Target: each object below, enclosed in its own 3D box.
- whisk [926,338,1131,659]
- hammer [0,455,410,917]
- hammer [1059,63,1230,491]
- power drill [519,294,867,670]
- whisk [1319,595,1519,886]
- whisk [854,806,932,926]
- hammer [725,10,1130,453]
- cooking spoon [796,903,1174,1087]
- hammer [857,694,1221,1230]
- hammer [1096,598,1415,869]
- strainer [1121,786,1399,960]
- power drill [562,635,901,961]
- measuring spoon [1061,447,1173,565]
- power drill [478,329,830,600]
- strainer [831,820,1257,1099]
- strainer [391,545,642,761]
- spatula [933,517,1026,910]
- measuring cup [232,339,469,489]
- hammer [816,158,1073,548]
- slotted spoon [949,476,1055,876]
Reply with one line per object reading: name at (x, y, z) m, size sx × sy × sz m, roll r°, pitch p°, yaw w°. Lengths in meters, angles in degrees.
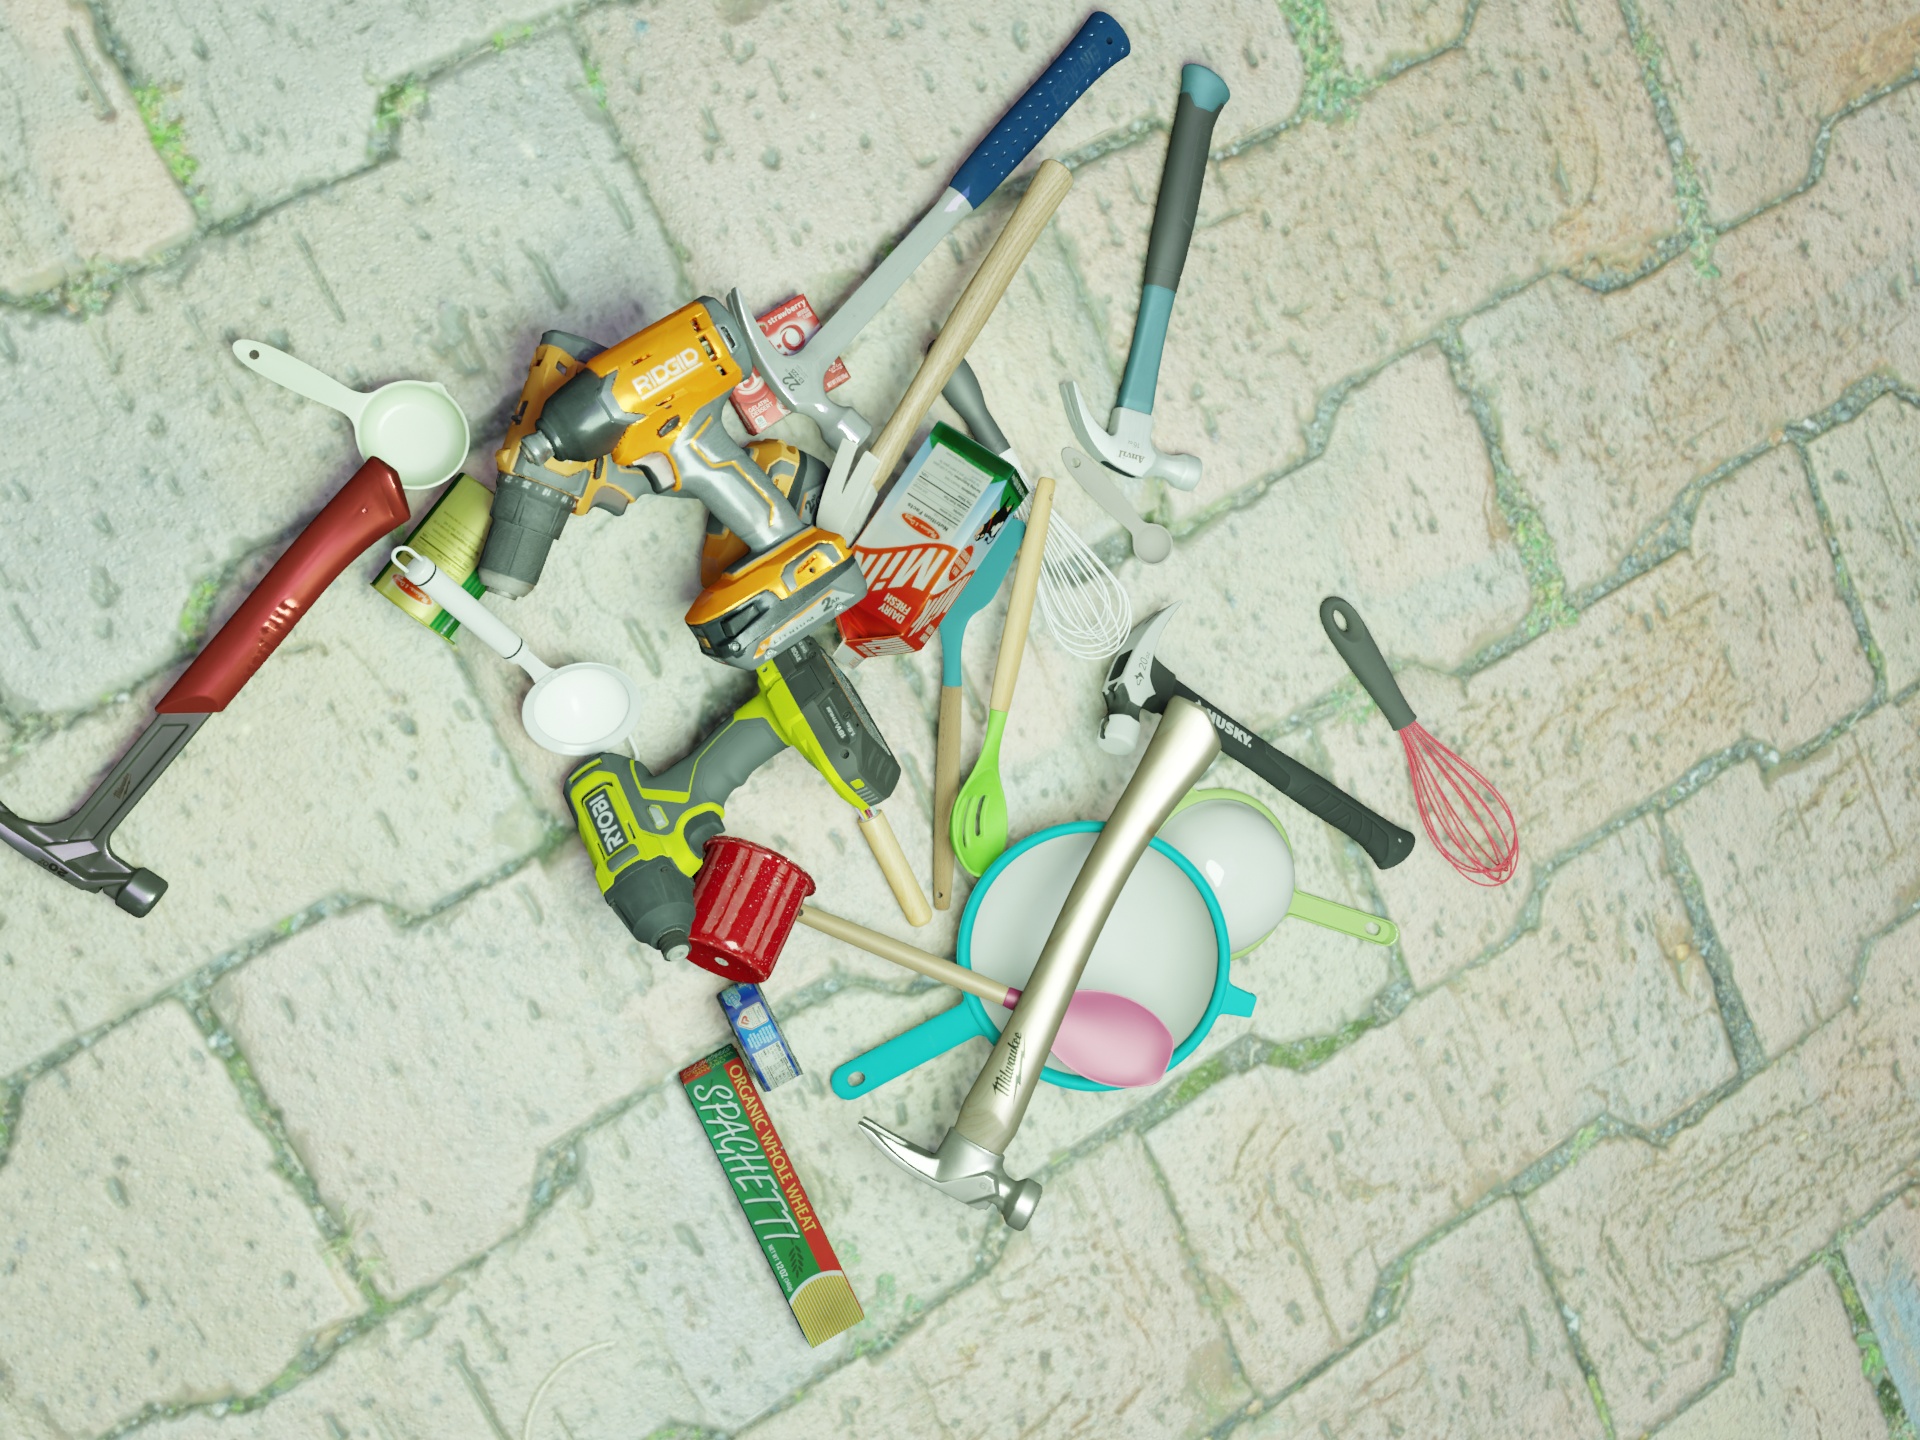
whisk at (0.052, -0.176, 1.258) m, size 0.070 × 0.070 × 0.284 m, roll -32°, pitch 97°, yaw -12°
hammer at (-0.514, -0.042, 1.091) m, size 0.149 × 0.037 × 0.359 m, roll 40°, pitch 90°, yaw -16°
hammer at (0.165, -0.361, 1.286) m, size 0.128 × 0.033 × 0.331 m, roll 12°, pitch 91°, yaw -18°
power drill at (-0.180, -0.148, 1.073) m, size 0.164 × 0.084 × 0.226 m, roll -35°, pitch 109°, yaw -17°
whisk at (0.394, 0.018, 1.373) m, size 0.073 × 0.073 × 0.296 m, roll -35°, pitch 96°, yaw -11°
whisk at (-0.078, 0.054, 1.245) m, size 0.051 × 0.047 × 0.245 m, roll -26°, pitch 106°, yaw -1°
hammer at (-0.011, -0.394, 1.211) m, size 0.144 × 0.035 × 0.405 m, roll 43°, pitch 77°, yaw -17°
cooking spoon at (0.011, 0.202, 1.225) m, size 0.319 × 0.017 × 0.069 m, roll 21°, pitch 89°, yaw 5°
hammer at (0.074, 0.166, 1.196) m, size 0.146 × 0.038 × 0.410 m, roll 27°, pitch 89°, yaw 6°
hammer at (0.258, 0.031, 1.326) m, size 0.334 × 0.035 × 0.146 m, roll 31°, pitch 59°, yaw -23°
strainer at (0.271, 0.151, 1.337) m, size 0.256 × 0.069 × 0.151 m, roll 19°, pitch 89°, yaw -15°
power drill at (-0.163, 0.055, 1.138) m, size 0.223 × 0.171 × 0.080 m, roll -34°, pitch 147°, yaw 4°
measuring spoon at (0.125, -0.176, 1.301) m, size 0.034 × 0.018 × 0.124 m, roll -45°, pitch 98°, yaw -8°
power drill at (-0.223, -0.150, 1.136) m, size 0.226 × 0.084 × 0.185 m, roll 20°, pitch 88°, yaw -33°
strainer at (0.052, 0.211, 1.278) m, size 0.340 × 0.095 × 0.211 m, roll -29°, pitch 89°, yaw 9°
strainer at (-0.309, -0.048, 1.122) m, size 0.087 × 0.050 × 0.258 m, roll -33°, pitch 139°, yaw 6°
spatula at (-0.002, -0.004, 1.260) m, size 0.082 × 0.044 × 0.317 m, roll 8°, pitch 102°, yaw 21°
measuring cup at (-0.428, -0.222, 1.122) m, size 0.167 × 0.038 × 0.083 m, roll 27°, pitch 87°, yaw -15°
hammer at (-0.011, -0.273, 1.182) m, size 0.031 × 0.130 × 0.331 m, roll 31°, pitch 87°, yaw 6°
slotted spoon at (0.036, -0.033, 1.236) m, size 0.070 × 0.031 × 0.314 m, roll 3°, pitch 100°, yaw -52°
